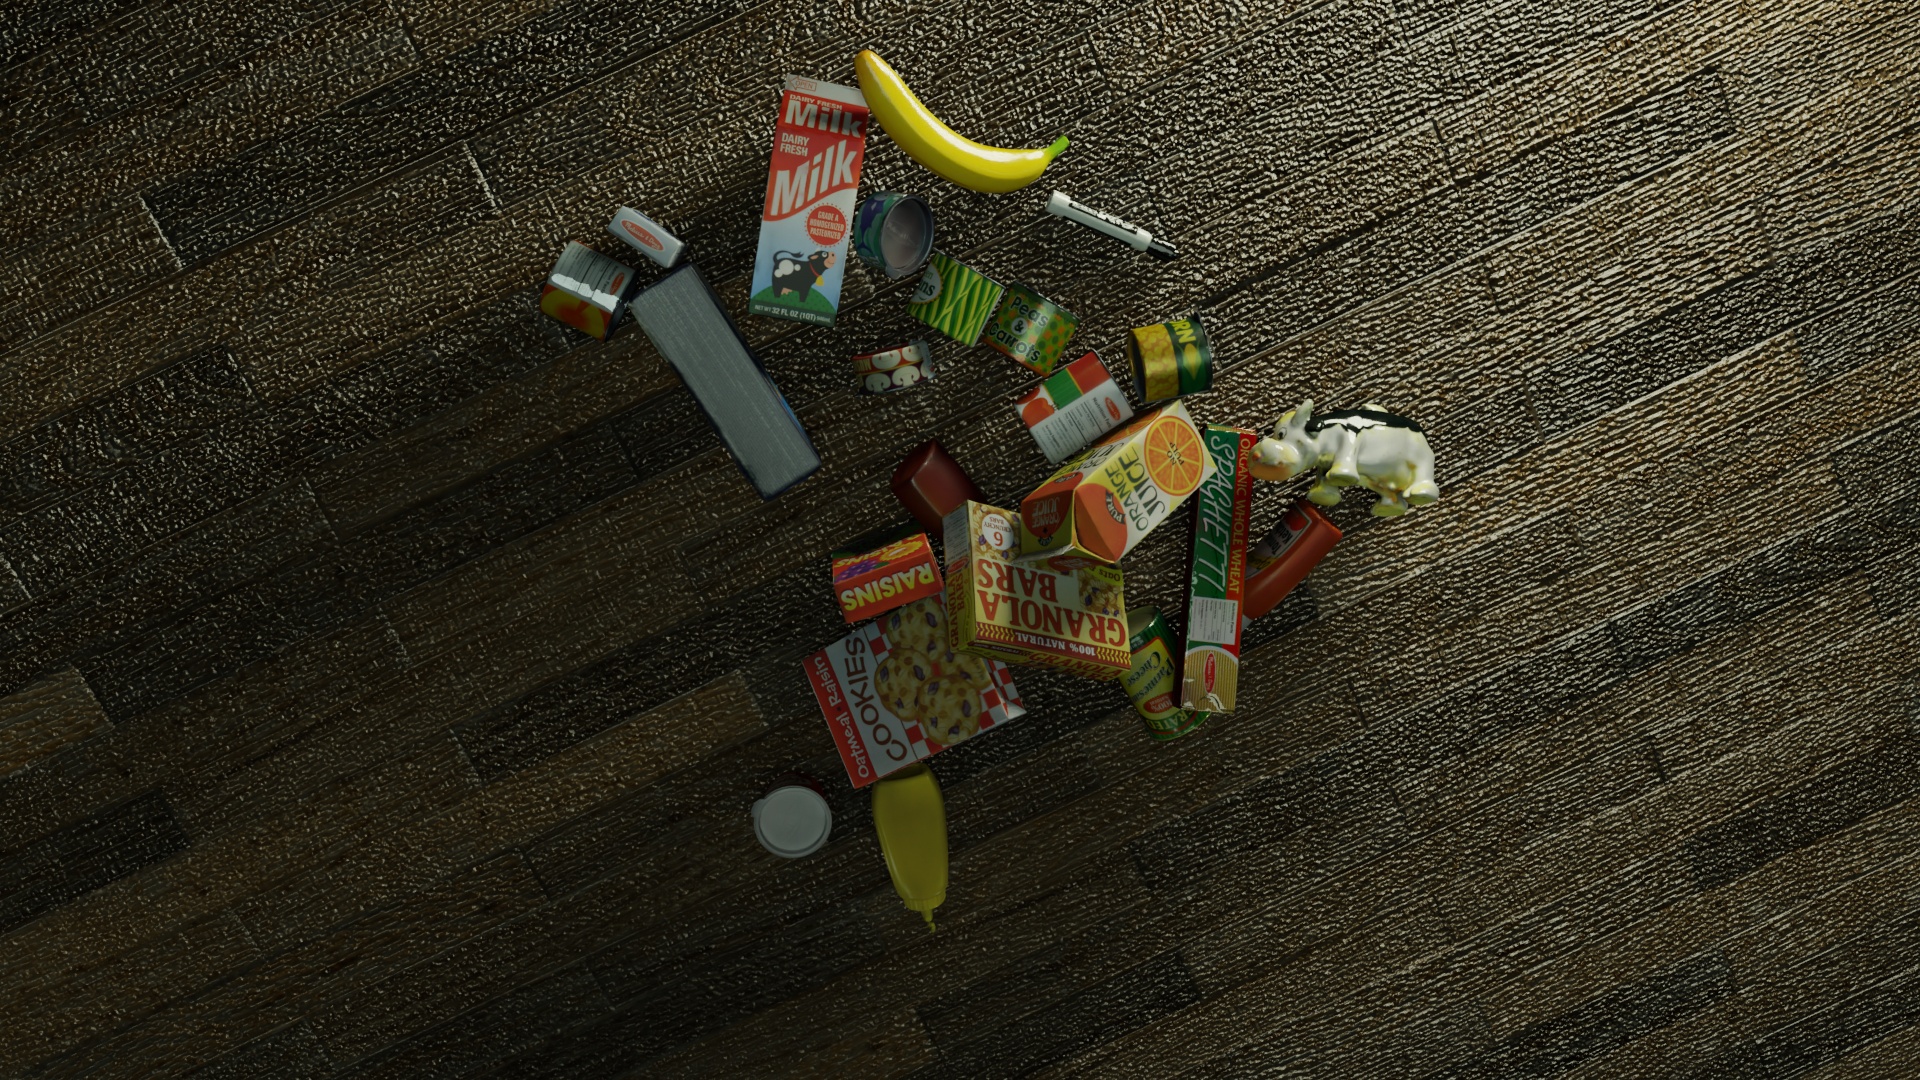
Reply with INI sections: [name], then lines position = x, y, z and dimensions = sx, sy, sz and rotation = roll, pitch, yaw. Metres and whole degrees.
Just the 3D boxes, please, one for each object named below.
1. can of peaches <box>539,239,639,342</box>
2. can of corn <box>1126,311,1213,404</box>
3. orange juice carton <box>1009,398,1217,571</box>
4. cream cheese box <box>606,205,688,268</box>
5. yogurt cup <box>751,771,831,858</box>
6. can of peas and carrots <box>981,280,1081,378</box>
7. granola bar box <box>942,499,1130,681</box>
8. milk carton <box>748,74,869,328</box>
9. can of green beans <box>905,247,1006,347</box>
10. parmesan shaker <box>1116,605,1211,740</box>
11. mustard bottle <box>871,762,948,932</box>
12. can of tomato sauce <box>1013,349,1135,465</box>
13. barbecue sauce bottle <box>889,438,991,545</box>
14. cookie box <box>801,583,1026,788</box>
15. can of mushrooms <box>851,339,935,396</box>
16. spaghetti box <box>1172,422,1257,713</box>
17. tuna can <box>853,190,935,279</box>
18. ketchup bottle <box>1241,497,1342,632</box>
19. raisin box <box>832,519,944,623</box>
[can of peaches]
position = -0.302, -0.201, 1.129
dimensions = 0.058, 0.071, 0.071
rotation = 25, 99, -10
[can of corn]
position = 0.178, -0.156, 1.185
dimensions = 0.058, 0.071, 0.071
rotation = -12, 103, -3
[orange juice carton]
position = 0.121, -0.036, 1.154
dimensions = 0.193, 0.071, 0.073
rotation = -39, 106, -33
[cream cheese box]
position = -0.247, -0.240, 1.105
dimensions = 0.053, 0.104, 0.024
rotation = 34, 95, -13
[yogurt cup]
position = -0.150, 0.242, 1.244
dimensions = 0.072, 0.054, 0.072
rotation = -1, 103, -5
[can of peas and carrots]
position = 0.059, -0.177, 1.166
dimensions = 0.071, 0.071, 0.058
rotation = 29, 99, -11
[granola bar box]
position = 0.066, 0.044, 1.166
dimensions = 0.166, 0.039, 0.124
rotation = 14, 60, -33
[milk carton]
position = -0.122, -0.274, 1.126
dimensions = 0.072, 0.073, 0.190
rotation = 10, 101, -8
[can of green beans]
position = -0.005, -0.201, 1.157
dimensions = 0.071, 0.071, 0.057
rotation = 28, 99, -11
[parmesan shaker]
position = 0.172, 0.120, 1.245
dimensions = 0.071, 0.071, 0.103
rotation = -32, 103, 2
[mustard bottle]
position = -0.041, 0.284, 1.266
dimensions = 0.065, 0.049, 0.159
rotation = -9, 104, -3
[can of tomato sauce]
position = 0.096, -0.114, 1.185
dimensions = 0.083, 0.071, 0.071
rotation = -32, 103, 6
[barbecue sauce bottle]
position = 0.004, -0.015, 1.203
dimensions = 0.043, 0.065, 0.148
rotation = -23, 117, 41
[cookie box]
position = -0.042, 0.124, 1.184
dimensions = 0.167, 0.040, 0.123
rotation = -28, 79, 26
[can of mushrooms]
position = -0.058, -0.144, 1.163
dimensions = 0.071, 0.071, 0.033
rotation = -14, 103, -2
[spaghetti box]
position = 0.222, 0.024, 1.211
dimensions = 0.050, 0.028, 0.250
rotation = 7, 84, -7
[tuna can]
position = -0.055, -0.251, 1.140
dimensions = 0.071, 0.033, 0.070
rotation = -26, 126, -43
[ketchup bottle]
position = 0.273, 0.032, 1.239
dimensions = 0.043, 0.065, 0.148
rotation = 36, 105, -17
[raisin box]
position = -0.063, 0.025, 1.170
dimensions = 0.086, 0.123, 0.040
rotation = -19, 103, -2
